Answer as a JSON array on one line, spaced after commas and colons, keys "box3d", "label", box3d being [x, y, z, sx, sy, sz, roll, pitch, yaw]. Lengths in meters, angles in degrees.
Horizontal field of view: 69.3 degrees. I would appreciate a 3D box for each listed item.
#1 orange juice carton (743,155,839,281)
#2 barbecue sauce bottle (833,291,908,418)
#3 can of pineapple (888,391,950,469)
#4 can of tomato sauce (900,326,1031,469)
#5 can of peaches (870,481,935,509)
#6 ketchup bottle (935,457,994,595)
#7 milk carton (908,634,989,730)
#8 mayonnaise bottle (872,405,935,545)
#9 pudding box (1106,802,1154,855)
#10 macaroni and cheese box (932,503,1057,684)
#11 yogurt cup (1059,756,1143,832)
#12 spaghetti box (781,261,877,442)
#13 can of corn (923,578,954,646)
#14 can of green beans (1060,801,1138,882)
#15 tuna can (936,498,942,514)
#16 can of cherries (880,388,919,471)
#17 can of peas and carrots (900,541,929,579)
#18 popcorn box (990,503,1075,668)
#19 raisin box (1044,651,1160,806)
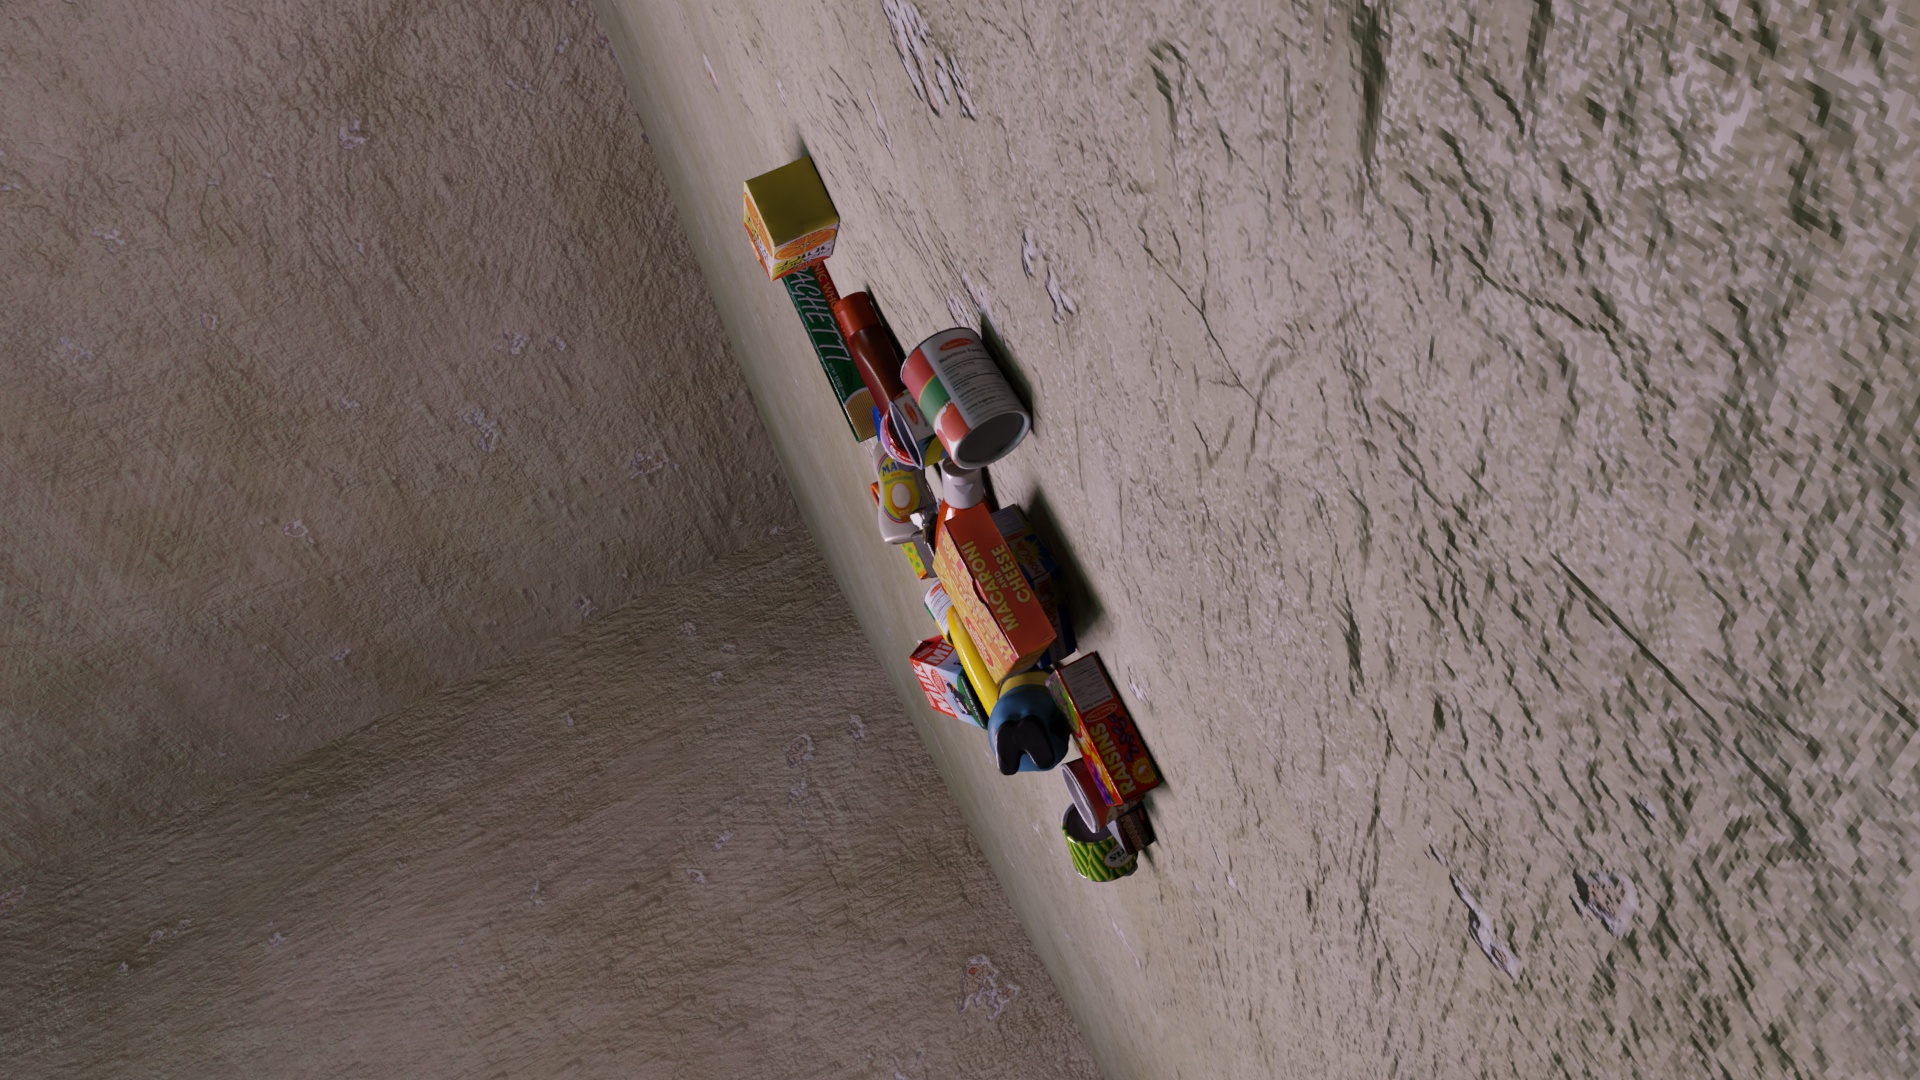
[{"box3d": [-0.178, -0.326, 1.444, 0.073, 0.072, 0.192, 65, 171, -1], "label": "orange juice carton"}, {"box3d": [-0.080, -0.175, 1.385, 0.148, 0.044, 0.064, 64, 171, 5], "label": "barbecue sauce bottle"}, {"box3d": [-0.023, -0.102, 1.204, 0.071, 0.058, 0.070, 62, 171, 18], "label": "can of pineapple"}, {"box3d": [0.004, -0.103, 1.017, 0.083, 0.071, 0.071, 59, 170, 26], "label": "can of tomato sauce"}, {"box3d": [-0.067, -0.049, 1.616, 0.071, 0.058, 0.071, 61, 171, 18], "label": "can of peaches"}, {"box3d": [0.006, -0.014, 1.289, 0.044, 0.065, 0.148, -100, 3, -49], "label": "ketchup bottle"}, {"box3d": [0.003, 0.156, 1.607, 0.190, 0.074, 0.072, 7, 123, 64], "label": "milk carton"}, {"box3d": [-0.064, -0.073, 1.478, 0.041, 0.065, 0.148, 25, -126, -76], "label": "mayonnaise bottle"}, {"box3d": [0.146, 0.249, 1.300, 0.049, 0.030, 0.084, 68, 171, -28], "label": "pudding box"}, {"box3d": [0.024, 0.049, 1.153, 0.124, 0.040, 0.166, 61, 171, 10], "label": "macaroni and cheese box"}, {"box3d": [0.128, 0.220, 1.244, 0.072, 0.054, 0.072, 62, 171, 18], "label": "yogurt cup"}, {"box3d": [-0.147, -0.234, 1.592, 0.249, 0.050, 0.028, 65, 169, -5], "label": "spaghetti box"}, {"box3d": [0.002, 0.078, 1.552, 0.058, 0.071, 0.070, 57, 168, 39], "label": "can of corn"}, {"box3d": [0.136, 0.289, 1.355, 0.071, 0.071, 0.057, 53, 165, 52], "label": "can of green beans"}, {"box3d": [0.005, -0.017, 1.367, 0.071, 0.033, 0.071, 61, 171, 18], "label": "tuna can"}, {"box3d": [-0.038, -0.101, 1.265, 0.071, 0.071, 0.058, 64, 170, 1], "label": "can of cherries"}, {"box3d": [-0.030, 0.004, 1.521, 0.059, 0.071, 0.071, 62, 171, 10], "label": "can of peas and carrots"}, {"box3d": [0.058, 0.041, 1.201, 0.085, 0.038, 0.126, 58, 169, 40], "label": "popcorn box"}, {"box3d": [0.120, 0.162, 1.180, 0.123, 0.040, 0.086, 64, 171, 11], "label": "raisin box"}]
